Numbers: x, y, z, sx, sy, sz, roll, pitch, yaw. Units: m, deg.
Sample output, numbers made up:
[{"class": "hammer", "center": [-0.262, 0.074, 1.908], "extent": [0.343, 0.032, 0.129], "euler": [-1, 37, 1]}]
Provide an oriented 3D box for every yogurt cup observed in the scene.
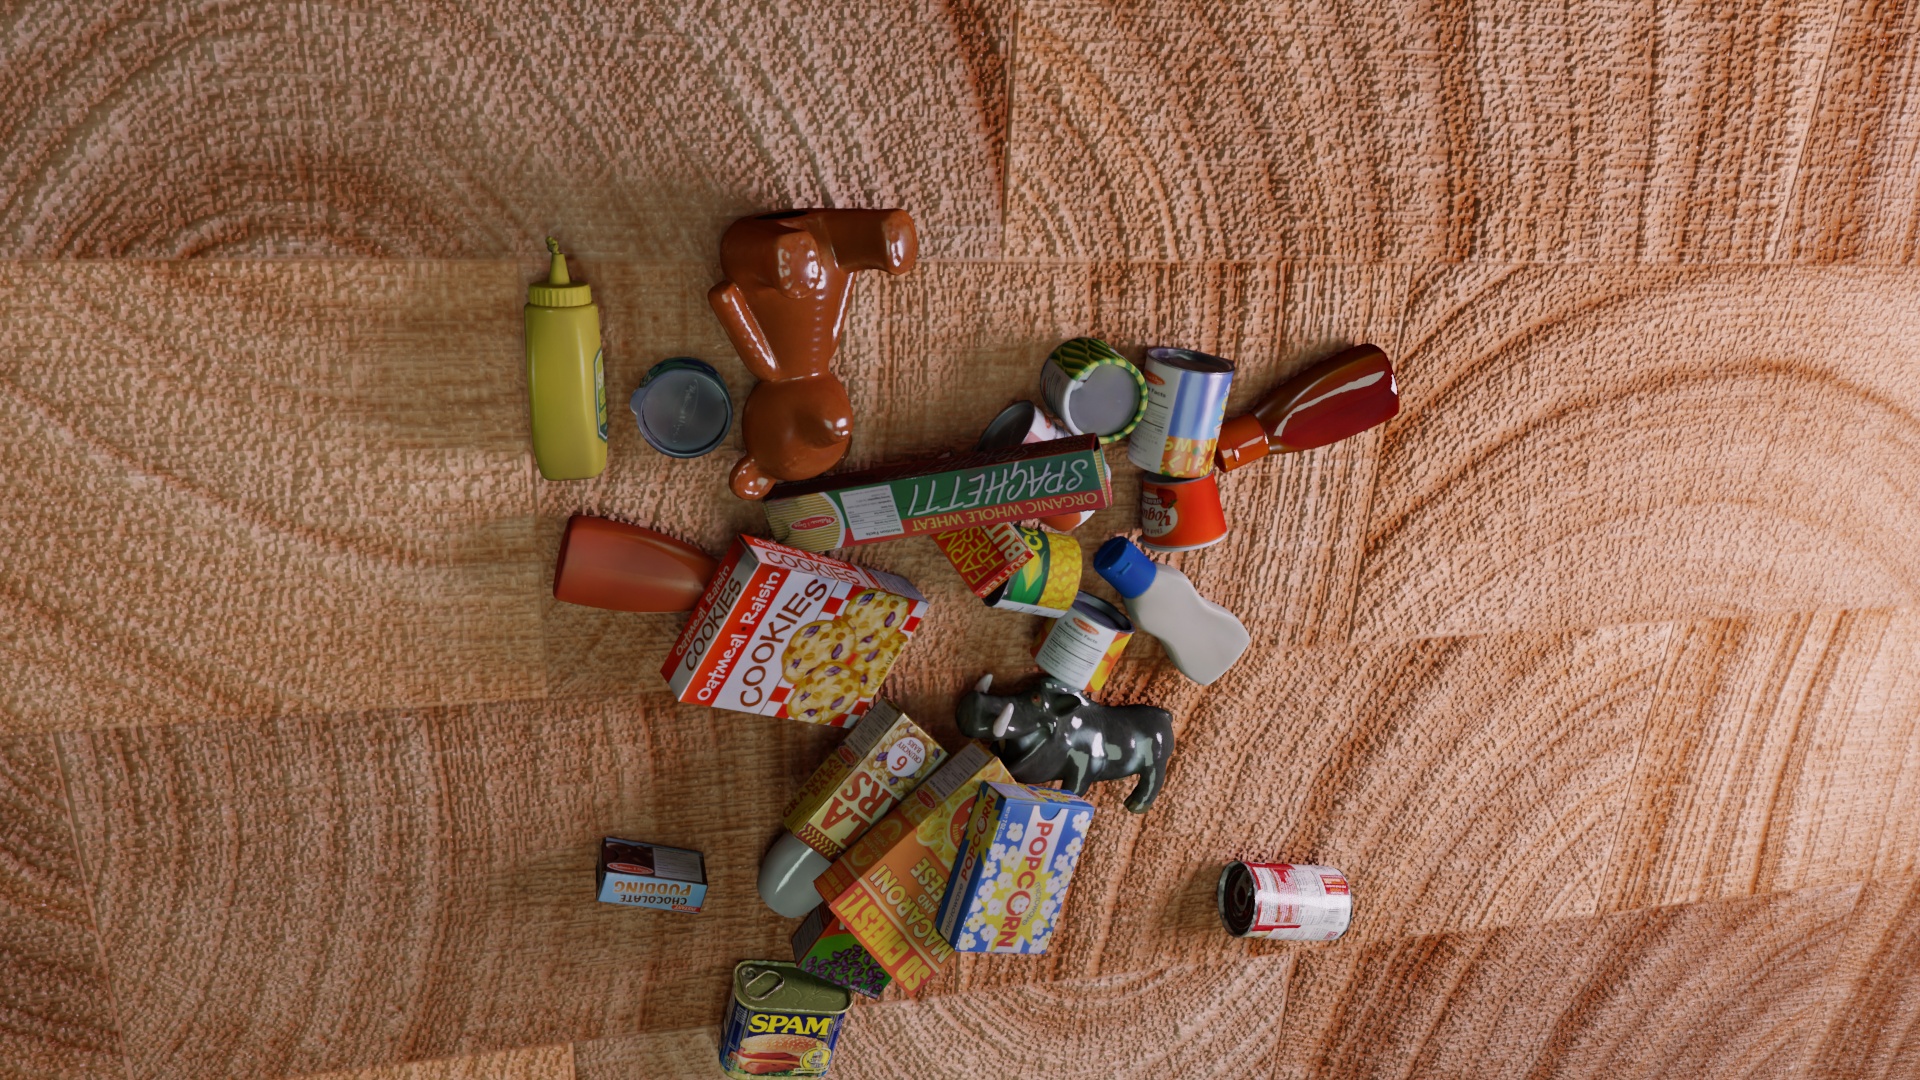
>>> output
[{"class": "yogurt cup", "center": [0.172, -0.027, 1.081], "extent": [0.072, 0.072, 0.053], "euler": [-12, 107, -9]}]

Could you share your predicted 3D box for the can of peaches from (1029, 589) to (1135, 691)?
[{"class": "can of peaches", "center": [0.097, 0.079, 1.106], "extent": [0.071, 0.071, 0.058], "euler": [22, 106, -22]}]

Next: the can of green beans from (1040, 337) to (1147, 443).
[{"class": "can of green beans", "center": [0.099, -0.111, 1.028], "extent": [0.071, 0.058, 0.071], "euler": [-5, 114, -12]}]

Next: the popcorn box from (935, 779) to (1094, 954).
[{"class": "popcorn box", "center": [0.041, 0.250, 1.058], "extent": [0.085, 0.038, 0.126], "euler": [13, 99, -31]}]

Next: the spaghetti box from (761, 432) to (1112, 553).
[{"class": "spaghetti box", "center": [-0.017, -0.032, 0.997], "extent": [0.250, 0.029, 0.050], "euler": [-9, 119, 13]}]

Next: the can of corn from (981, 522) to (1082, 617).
[{"class": "can of corn", "center": [0.054, 0.021, 1.069], "extent": [0.058, 0.071, 0.071], "euler": [11, 109, -19]}]

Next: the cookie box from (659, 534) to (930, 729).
[{"class": "cookie box", "center": [-0.120, 0.071, 1.028], "extent": [0.167, 0.040, 0.122], "euler": [17, 110, -44]}]

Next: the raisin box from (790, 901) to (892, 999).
[{"class": "raisin box", "center": [-0.073, 0.320, 1.178], "extent": [0.086, 0.040, 0.123], "euler": [31, 103, -24]}]

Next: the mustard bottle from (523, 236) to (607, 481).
[{"class": "mustard bottle", "center": [-0.264, -0.122, 0.928], "extent": [0.049, 0.065, 0.159], "euler": [-2, 109, -9]}]

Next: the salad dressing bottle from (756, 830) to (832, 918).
[{"class": "salad dressing bottle", "center": [-0.105, 0.240, 1.134], "extent": [0.064, 0.044, 0.147], "euler": [36, 98, -32]}]

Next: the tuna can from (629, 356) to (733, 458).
[{"class": "tuna can", "center": [-0.196, -0.094, 0.973], "extent": [0.071, 0.033, 0.070], "euler": [-5, 114, -12]}]

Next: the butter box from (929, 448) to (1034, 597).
[{"class": "butter box", "center": [0.004, -0.013, 1.029], "extent": [0.053, 0.024, 0.103], "euler": [-39, 73, 5]}]

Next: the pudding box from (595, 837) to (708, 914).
[{"class": "pudding box", "center": [-0.246, 0.266, 1.104], "extent": [0.084, 0.050, 0.030], "euler": [14, 107, -20]}]

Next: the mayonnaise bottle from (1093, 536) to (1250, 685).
[{"class": "mayonnaise bottle", "center": [0.168, 0.054, 1.127], "extent": [0.064, 0.041, 0.148], "euler": [-47, 114, 4]}]

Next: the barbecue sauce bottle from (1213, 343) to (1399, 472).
[{"class": "barbecue sauce bottle", "center": [0.266, -0.098, 1.086], "extent": [0.149, 0.044, 0.064], "euler": [-24, 116, -3]}]

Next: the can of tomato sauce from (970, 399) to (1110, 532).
[{"class": "can of tomato sauce", "center": [0.059, -0.054, 1.039], "extent": [0.083, 0.071, 0.071], "euler": [36, 100, -25]}]

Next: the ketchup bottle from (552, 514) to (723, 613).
[{"class": "ketchup bottle", "center": [-0.216, 0.025, 1.012], "extent": [0.149, 0.044, 0.064], "euler": [12, 110, -19]}]

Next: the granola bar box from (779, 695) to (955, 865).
[{"class": "granola bar box", "center": [-0.043, 0.220, 1.100], "extent": [0.124, 0.039, 0.165], "euler": [-48, 121, -6]}]

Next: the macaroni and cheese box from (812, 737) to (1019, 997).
[{"class": "macaroni and cheese box", "center": [-0.014, 0.254, 1.077], "extent": [0.167, 0.040, 0.123], "euler": [-40, 120, -11]}]

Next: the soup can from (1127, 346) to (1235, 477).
[{"class": "soup can", "center": [0.168, -0.097, 1.048], "extent": [0.071, 0.071, 0.083], "euler": [3, 113, -16]}]
